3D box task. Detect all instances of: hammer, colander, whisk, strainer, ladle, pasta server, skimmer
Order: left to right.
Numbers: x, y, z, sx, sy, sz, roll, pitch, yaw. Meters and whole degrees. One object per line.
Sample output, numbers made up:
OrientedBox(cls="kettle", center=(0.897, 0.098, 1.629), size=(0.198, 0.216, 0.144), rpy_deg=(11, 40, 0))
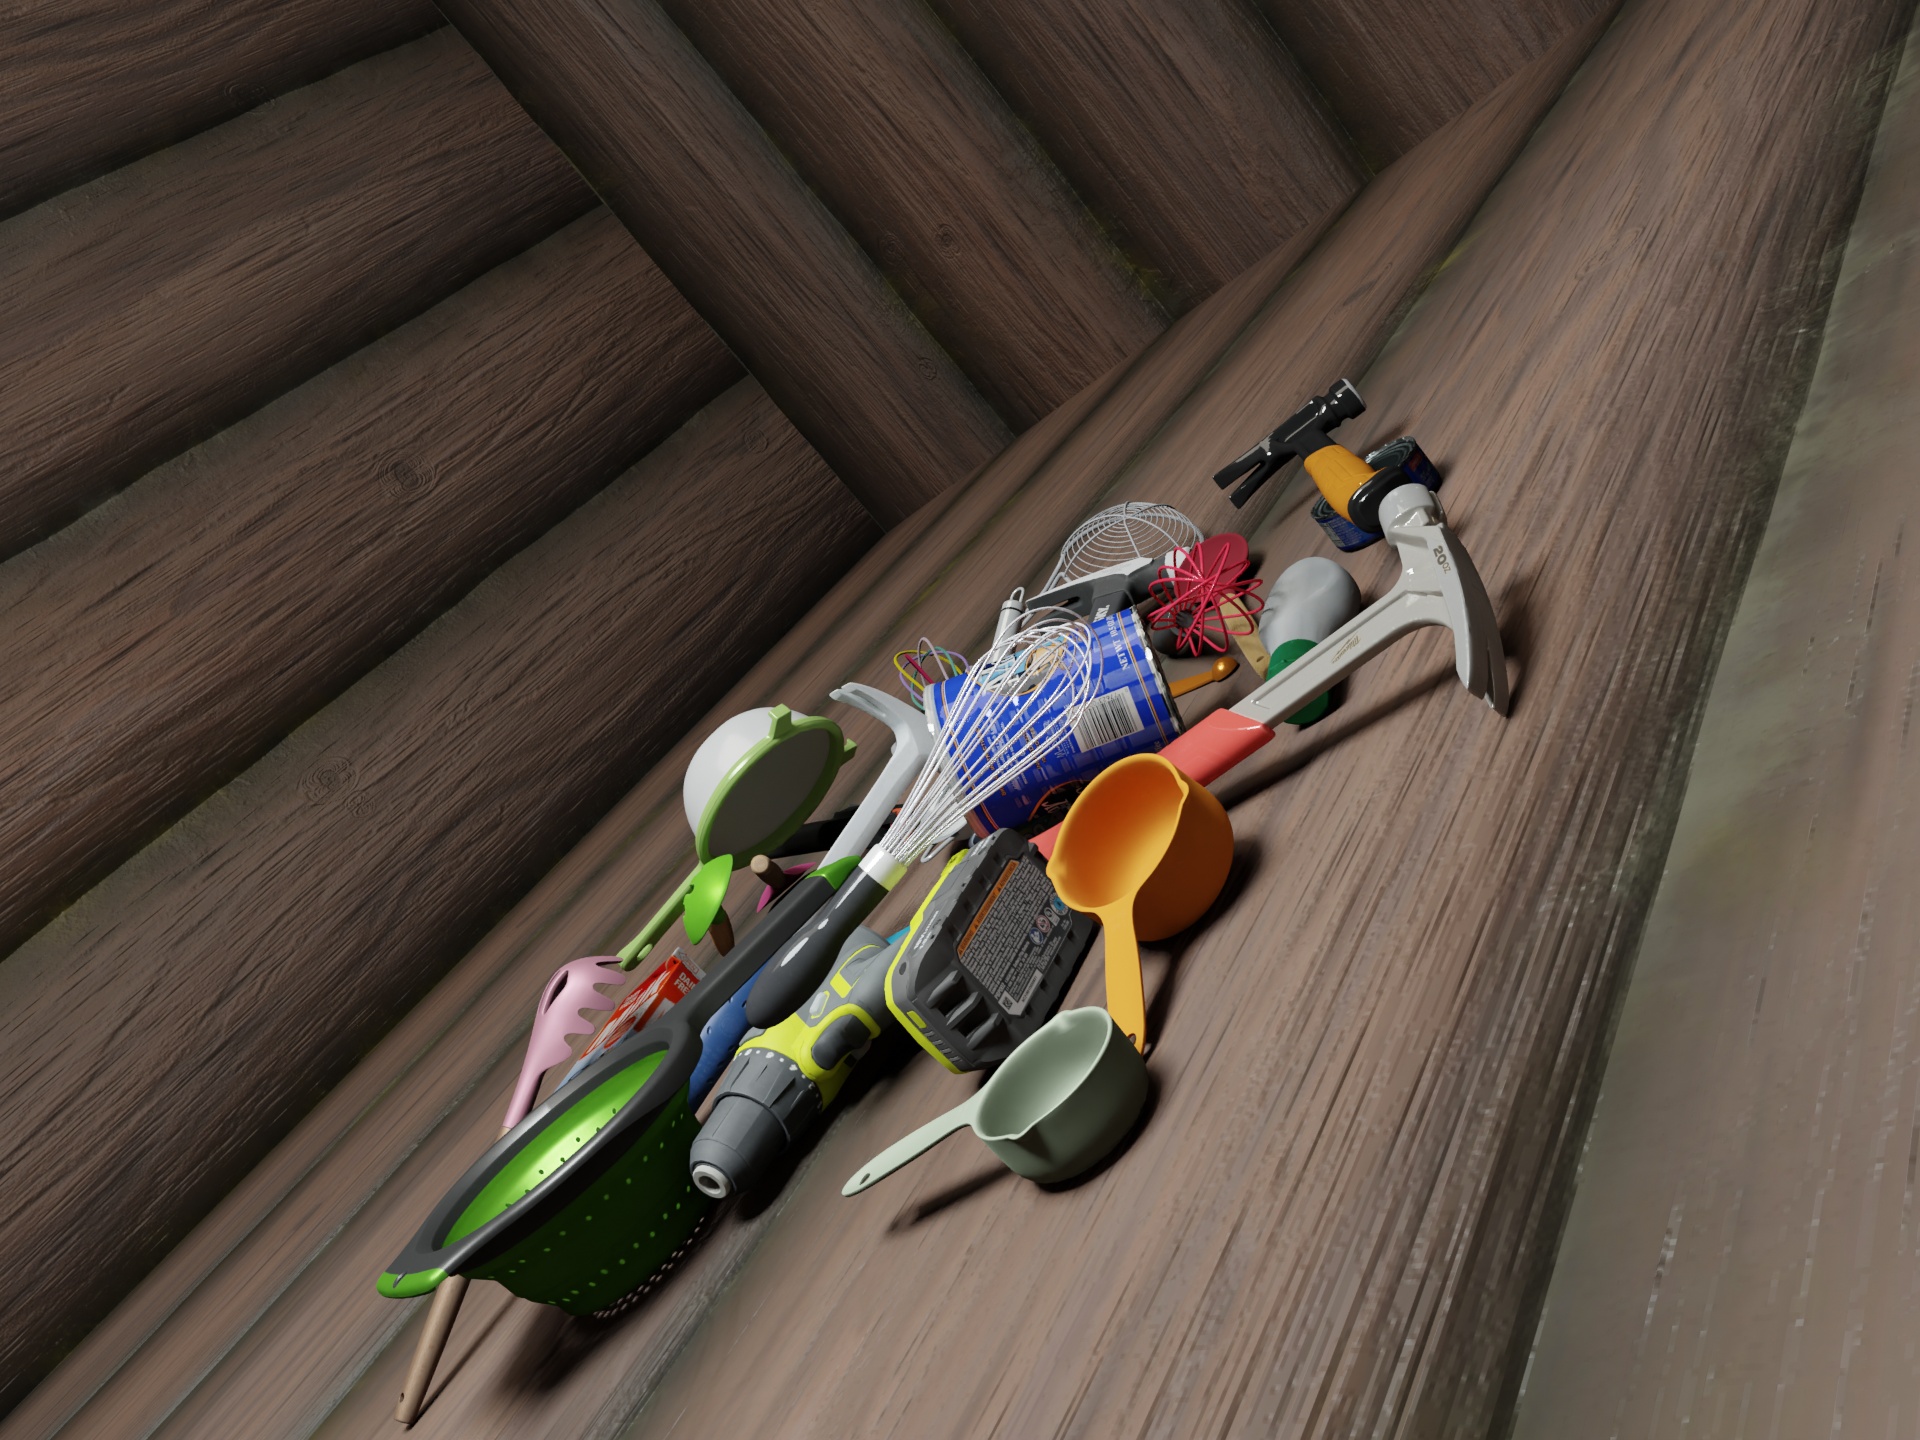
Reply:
OrientedBox(cls="pasta server", center=(-0.300, 0.300, 1.053), size=(0.060, 0.040, 0.316), rpy_deg=(-11, 55, 51))
OrientedBox(cls="colander", center=(-0.168, 0.233, 0.985), size=(0.397, 0.094, 0.204), rpy_deg=(-44, 11, -38))
OrientedBox(cls="strainer", center=(-0.201, 0.082, 1.255), size=(0.256, 0.069, 0.151), rpy_deg=(-50, -22, 3))
OrientedBox(cls="hammer", center=(-0.123, 0.144, 1.134), size=(0.035, 0.144, 0.406), rpy_deg=(-26, 25, 55))
OrientedBox(cls="whisk", center=(-0.020, 0.055, 0.864), size=(0.284, 0.070, 0.070), rpy_deg=(-51, 12, -3))
OrientedBox(cls="whisk", center=(-0.004, -0.003, 1.155), size=(0.051, 0.047, 0.245), rpy_deg=(-50, 27, 9))
OrientedBox(cls="strainer", center=(0.021, 0.003, 1.198), size=(0.087, 0.050, 0.259), rpy_deg=(-25, 42, 48))
OrientedBox(cls="skimmer", center=(0.072, -0.067, 1.473), size=(0.363, 0.090, 0.127), rpy_deg=(-47, 27, 30))
OrientedBox(cls="hammer", center=(0.091, -0.034, 1.222), size=(0.146, 0.035, 0.335), rpy_deg=(-15, 26, 25))
OrientedBox(cls="whisk", center=(0.153, -0.070, 1.067), size=(0.073, 0.073, 0.296), rpy_deg=(-41, -3, 0))
OrientedBox(cls="hammer", center=(0.129, 0.027, 0.860), size=(0.359, 0.036, 0.149), rpy_deg=(-40, 34, 33))
OrientedBox(cls="ladle", center=(0.195, -0.079, 1.131), size=(0.069, 0.031, 0.315), rpy_deg=(-41, 13, 13))
OrientedBox(cls="hammer", center=(0.250, -0.172, 1.100), size=(0.127, 0.034, 0.337), rpy_deg=(-38, 12, 13))

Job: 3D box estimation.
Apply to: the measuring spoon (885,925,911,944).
OrientedBox(cls="measuring spoon", center=(-0.033, 0.134, 1.081), size=(0.128, 0.021, 0.042), rpy_deg=(-34, 13, 27))

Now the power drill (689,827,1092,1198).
OrientedBox(cls="power drill", center=(-0.048, 0.166, 0.881), size=(0.228, 0.080, 0.191), rpy_deg=(-35, 12, 41))

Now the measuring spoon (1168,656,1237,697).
OrientedBox(cls="measuring spoon", center=(0.152, -0.027, 1.108), size=(0.021, 0.011, 0.117), rpy_deg=(-47, 13, -29))

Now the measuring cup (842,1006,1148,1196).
OrientedBox(cls="measuring cup", center=(0.014, 0.185, 0.701), size=(0.167, 0.038, 0.083), rpy_deg=(-37, 12, 29))

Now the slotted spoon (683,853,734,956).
OrientedBox(cls="slotted spoon", center=(-0.194, 0.162, 1.266), size=(0.313, 0.031, 0.070), rpy_deg=(108, -179, -73))

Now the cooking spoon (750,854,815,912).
OrientedBox(cls="cooking spoon", center=(-0.153, 0.129, 1.315), size=(0.069, 0.017, 0.319), rpy_deg=(-40, -5, -8))

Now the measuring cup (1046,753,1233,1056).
OrientedBox(cls="measuring cup", center=(0.093, 0.098, 0.768), size=(0.095, 0.052, 0.174), rpy_deg=(-35, 37, 34))
